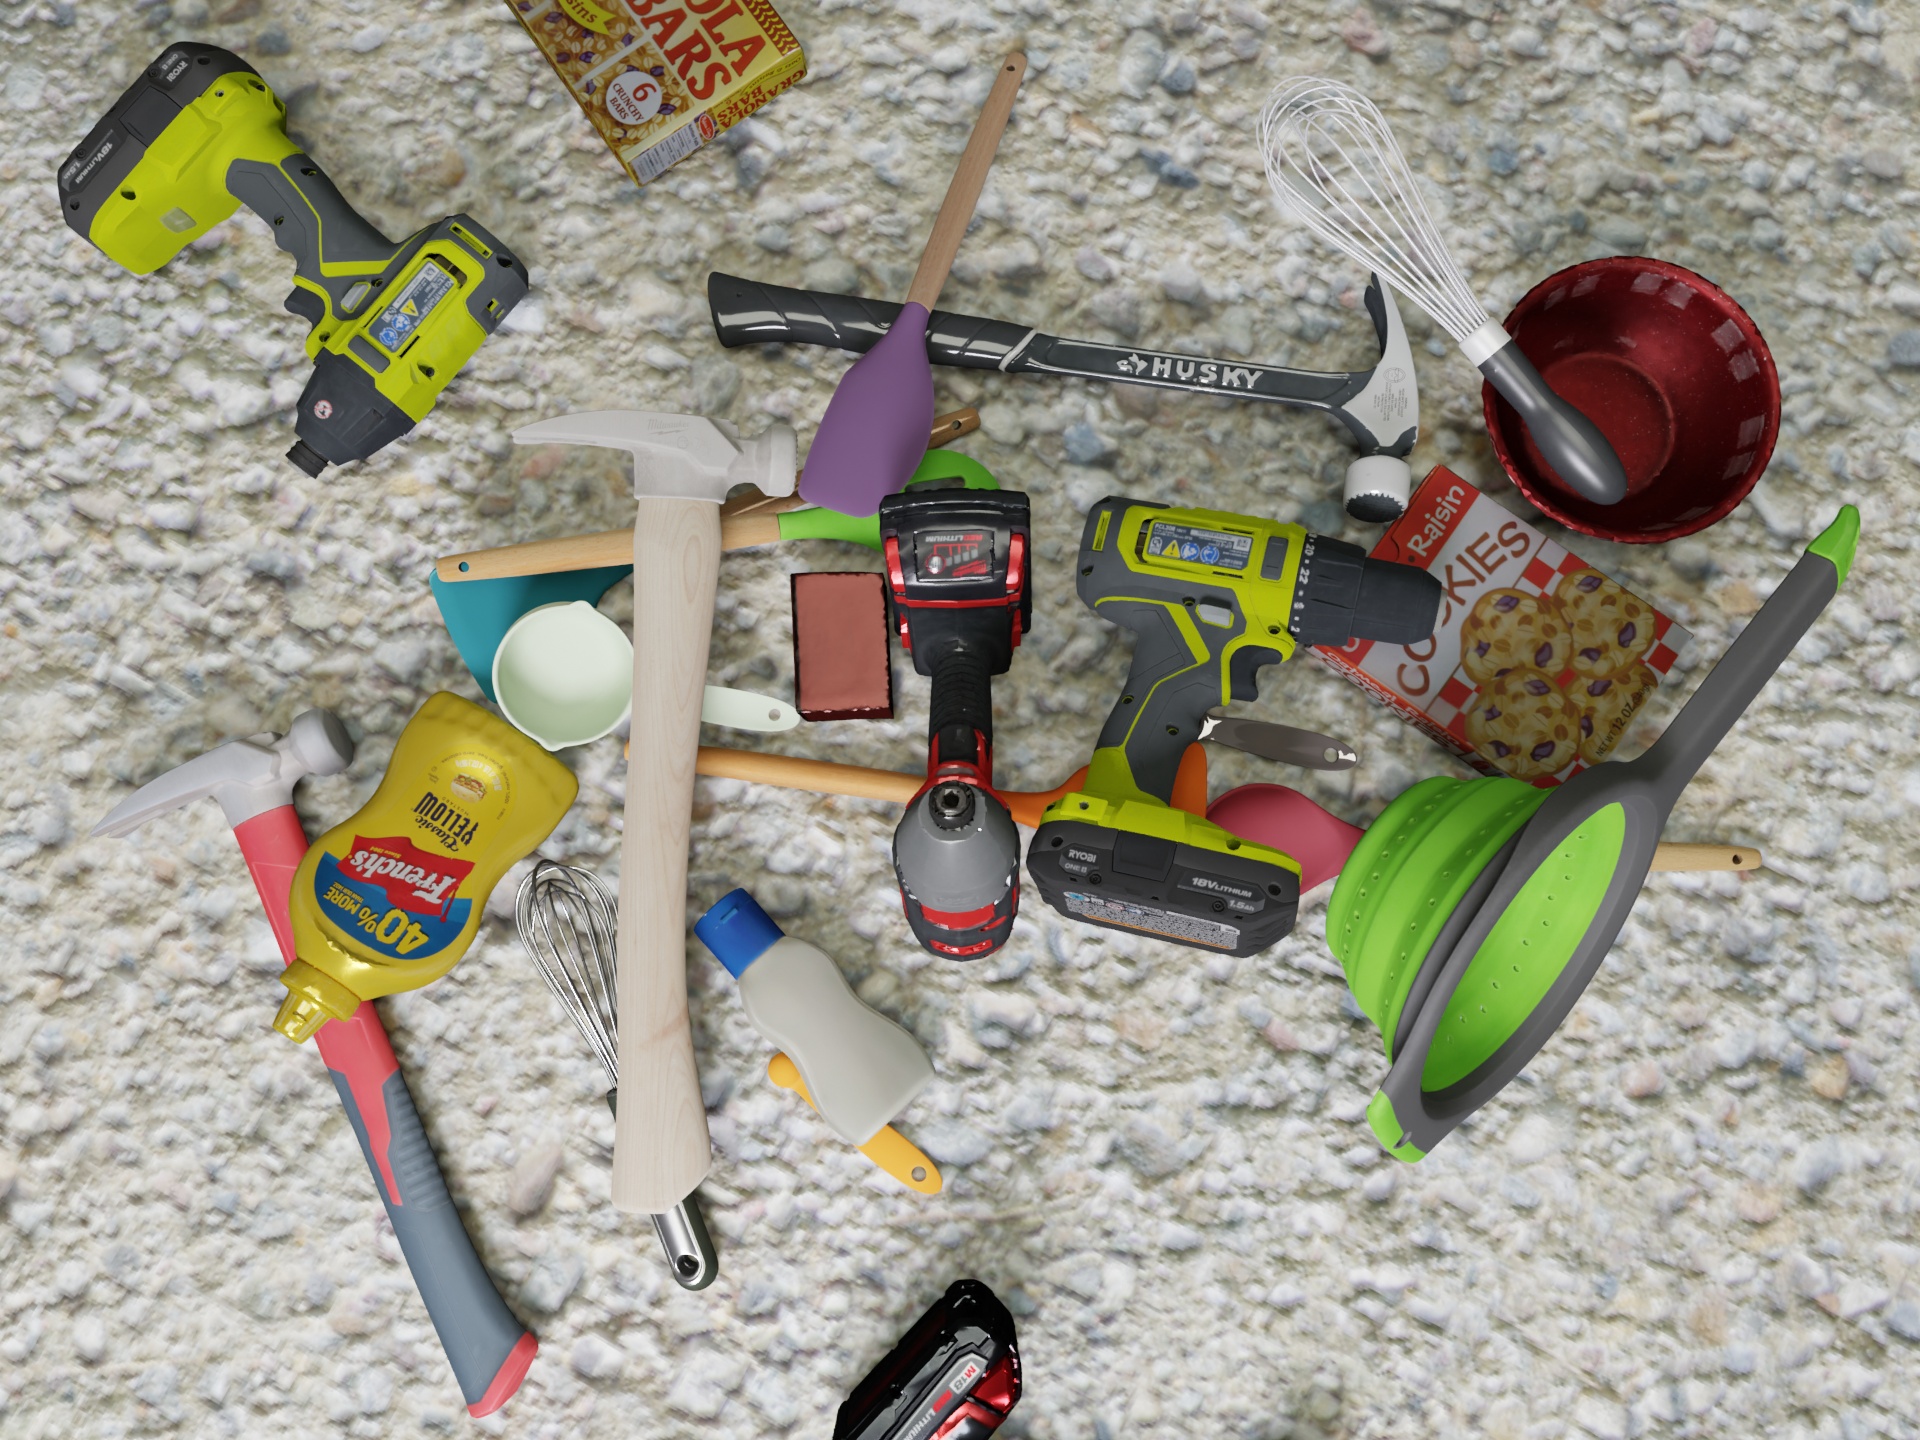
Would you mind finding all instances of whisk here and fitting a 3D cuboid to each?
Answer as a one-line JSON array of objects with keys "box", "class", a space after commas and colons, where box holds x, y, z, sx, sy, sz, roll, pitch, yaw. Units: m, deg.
[{"box": [0.256, -0.225, 0.842, 0.070, 0.070, 0.284, -40, 89, -4], "class": "whisk"}, {"box": [-0.182, 0.190, 0.858, 0.058, 0.059, 0.246, -22, 88, 9], "class": "whisk"}]

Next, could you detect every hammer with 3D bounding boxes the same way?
[{"box": [-0.338, 0.195, 0.864, 0.143, 0.038, 0.386, -25, 83, -1], "class": "hammer"}, {"box": [-0.166, 0.045, 0.825, 0.146, 0.038, 0.411, 3, 88, -12], "class": "hammer"}, {"box": [0.054, -0.212, 0.901, 0.409, 0.036, 0.149, 9, 70, 5], "class": "hammer"}]

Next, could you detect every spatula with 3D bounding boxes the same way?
[{"box": [-0.133, -0.110, 0.895, 0.317, 0.044, 0.082, -23, 106, -4], "class": "spatula"}, {"box": [-0.014, -0.250, 0.891, 0.060, 0.018, 0.316, 17, 71, 6], "class": "spatula"}, {"box": [-0.028, 0.034, 0.876, 0.322, 0.041, 0.081, 8, 71, 3], "class": "spatula"}]

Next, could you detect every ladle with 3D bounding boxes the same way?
[{"box": [0.281, 0.071, 0.873, 0.315, 0.031, 0.069, 2, 95, -1], "class": "ladle"}]

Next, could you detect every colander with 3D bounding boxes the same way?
[{"box": [0.303, 0.033, 0.803, 0.095, 0.204, 0.397, 36, 82, 37], "class": "colander"}]

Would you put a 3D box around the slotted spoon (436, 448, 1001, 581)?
[{"box": [-0.125, -0.101, 0.872, 0.313, 0.031, 0.070, -8, 96, -9], "class": "slotted spoon"}]

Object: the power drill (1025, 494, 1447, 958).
[{"box": [0.139, -0.002, 0.820, 0.190, 0.080, 0.229, 11, 70, 13], "class": "power drill"}]

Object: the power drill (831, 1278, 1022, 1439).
[{"box": [0.064, 0.393, 0.814, 0.227, 0.080, 0.188, 44, 86, 3], "class": "power drill"}]

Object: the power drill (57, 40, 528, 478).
[{"box": [-0.384, -0.258, 0.903, 0.223, 0.080, 0.171, 39, 85, 2], "class": "power drill"}]

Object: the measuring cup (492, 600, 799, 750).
[{"box": [-0.172, -0.019, 0.876, 0.167, 0.038, 0.083, 11, 99, -19], "class": "measuring cup"}]

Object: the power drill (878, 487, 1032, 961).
[{"box": [-0.001, -0.003, 0.802, 0.078, 0.143, 0.220, -1, 62, 2], "class": "power drill"}]

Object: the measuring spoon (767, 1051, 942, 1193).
[{"box": [-0.057, 0.221, 0.868, 0.117, 0.011, 0.021, 37, 85, 5], "class": "measuring spoon"}]

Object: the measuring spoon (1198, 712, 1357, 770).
[{"box": [0.161, 0.010, 0.892, 0.124, 0.018, 0.034, 13, 83, -4], "class": "measuring spoon"}]
